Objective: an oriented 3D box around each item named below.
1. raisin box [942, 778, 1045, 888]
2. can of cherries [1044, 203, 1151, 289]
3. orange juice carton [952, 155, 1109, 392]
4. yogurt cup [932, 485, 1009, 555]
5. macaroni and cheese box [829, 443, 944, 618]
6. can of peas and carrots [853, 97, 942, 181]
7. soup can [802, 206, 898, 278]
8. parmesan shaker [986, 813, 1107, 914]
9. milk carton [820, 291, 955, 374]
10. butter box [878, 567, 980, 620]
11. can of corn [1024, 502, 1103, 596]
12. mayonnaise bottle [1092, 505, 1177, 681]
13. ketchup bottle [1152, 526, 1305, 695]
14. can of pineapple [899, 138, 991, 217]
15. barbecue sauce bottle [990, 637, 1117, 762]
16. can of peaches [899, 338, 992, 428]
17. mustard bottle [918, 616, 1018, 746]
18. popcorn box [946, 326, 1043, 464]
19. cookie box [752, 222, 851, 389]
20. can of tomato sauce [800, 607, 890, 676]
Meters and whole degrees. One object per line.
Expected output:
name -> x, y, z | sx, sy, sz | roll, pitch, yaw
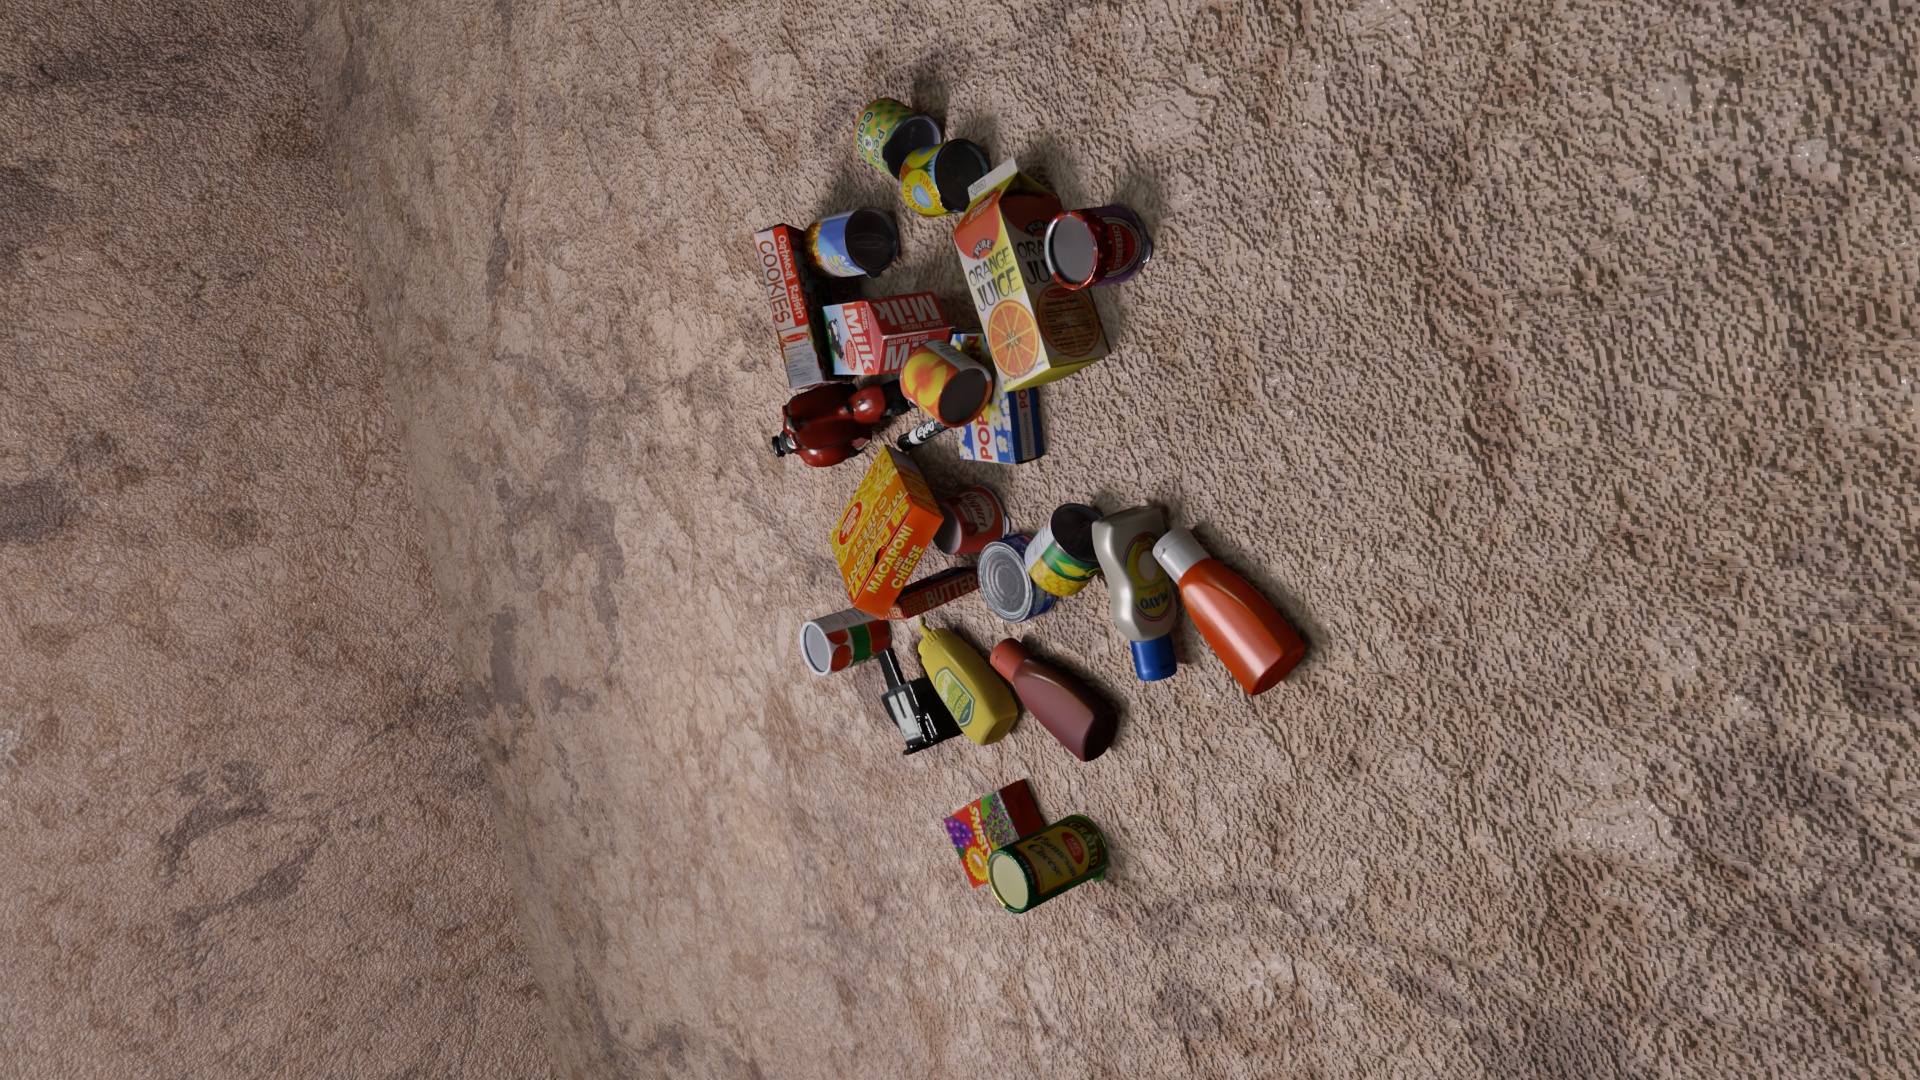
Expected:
raisin box -> 0.040, 0.313, 1.480 | 0.123, 0.040, 0.086 | -40, 72, 50
can of cherries -> 0.114, -0.245, 1.158 | 0.071, 0.058, 0.071 | 24, 121, 47
orange juice carton -> 0.056, -0.236, 1.226 | 0.071, 0.073, 0.192 | -23, 84, 54
yogurt cup -> 0.005, -0.017, 1.391 | 0.072, 0.054, 0.072 | 24, 121, 47
macaroni and cheese box -> -0.079, -0.012, 1.418 | 0.123, 0.040, 0.167 | -59, 23, 14
can of peas and carrots -> -0.062, -0.383, 1.329 | 0.059, 0.071, 0.070 | 40, 132, 38
soup can -> -0.114, -0.303, 1.430 | 0.083, 0.071, 0.071 | 5, 107, 53
parmesan shaker -> 0.087, 0.320, 1.366 | 0.071, 0.103, 0.071 | 23, 121, 47
milk carton -> -0.073, -0.204, 1.372 | 0.190, 0.072, 0.073 | -165, 65, -65
butter box -> -0.034, 0.054, 1.427 | 0.053, 0.104, 0.024 | -5, 104, 53
can of corn -> 0.101, 0.010, 1.265 | 0.071, 0.071, 0.058 | 59, 142, 20
mayonnaise bottle -> 0.158, 0.047, 1.208 | 0.041, 0.065, 0.147 | 5, 111, 60
ketchup bottle -> 0.216, 0.053, 1.146 | 0.149, 0.044, 0.064 | 53, 138, 26
can of pineapple -> -0.016, -0.334, 1.287 | 0.058, 0.071, 0.071 | 7, 108, 53
barbecue sauce bottle -> 0.087, 0.149, 1.352 | 0.149, 0.044, 0.064 | 39, 131, 39
can of peaches -> -0.014, -0.143, 1.290 | 0.058, 0.071, 0.071 | 38, 131, 38
mustard bottle -> -0.003, 0.141, 1.464 | 0.161, 0.049, 0.065 | 50, 136, 29
popcorn box -> 0.032, -0.138, 1.322 | 0.085, 0.038, 0.126 | 10, 110, 52
cookie box -> -0.166, -0.247, 1.483 | 0.040, 0.123, 0.167 | -12, 94, 11
can of tomato sauce -> -0.132, 0.116, 1.596 | 0.071, 0.083, 0.071 | 23, 120, 47
